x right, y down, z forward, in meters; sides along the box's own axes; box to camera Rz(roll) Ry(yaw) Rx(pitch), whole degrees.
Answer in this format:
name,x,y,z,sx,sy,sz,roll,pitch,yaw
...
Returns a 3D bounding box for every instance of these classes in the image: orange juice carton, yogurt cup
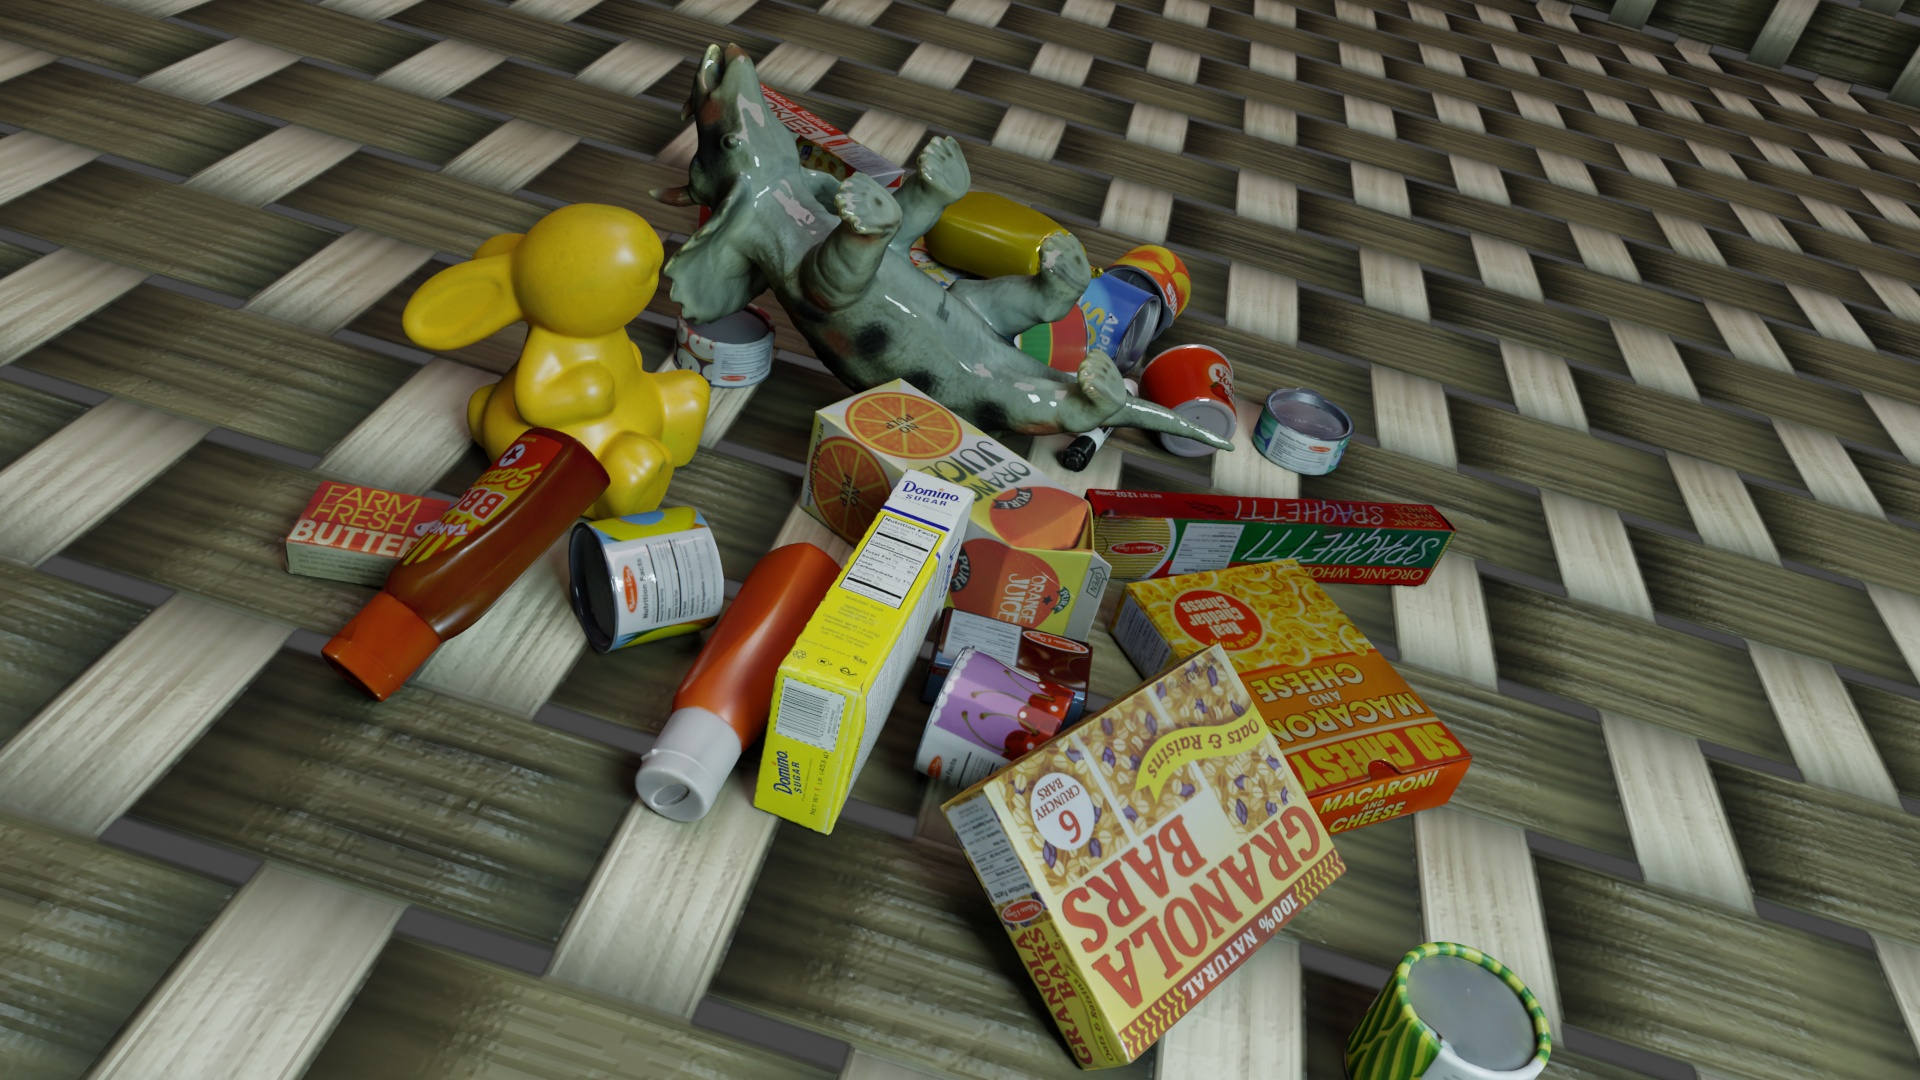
name,x,y,z,sx,sy,sz,roll,pitch,yaw
orange juice carton,0.003,-0.010,0.794,0.193,0.071,0.073,35,41,26
yogurt cup,0.161,-0.095,0.972,0.072,0.072,0.054,7,45,-12

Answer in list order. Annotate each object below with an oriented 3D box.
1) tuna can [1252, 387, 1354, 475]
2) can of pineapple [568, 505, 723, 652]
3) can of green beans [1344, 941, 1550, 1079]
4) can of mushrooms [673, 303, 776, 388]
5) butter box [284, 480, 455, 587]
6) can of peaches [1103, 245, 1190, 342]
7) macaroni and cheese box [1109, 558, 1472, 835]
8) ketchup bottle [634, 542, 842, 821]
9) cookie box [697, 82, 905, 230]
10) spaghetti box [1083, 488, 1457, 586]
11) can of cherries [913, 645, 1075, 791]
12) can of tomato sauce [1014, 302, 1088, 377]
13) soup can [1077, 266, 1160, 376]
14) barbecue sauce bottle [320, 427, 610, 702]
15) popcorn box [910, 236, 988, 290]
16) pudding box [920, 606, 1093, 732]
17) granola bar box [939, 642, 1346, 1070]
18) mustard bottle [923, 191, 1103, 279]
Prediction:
name,x,y,z,sx,sy,sz,roll,pitch,yaw
tuna can,0.248,-0.080,1.006,0.071,0.032,0.071,10,37,-7
can of pineapple,-0.160,0.018,0.704,0.058,0.070,0.071,-11,44,-32
can of green beans,0.204,0.212,0.583,0.071,0.057,0.071,10,36,-7
can of mushrooms,-0.159,-0.135,0.932,0.071,0.033,0.071,10,37,-7
butter box,-0.286,0.001,0.715,0.103,0.024,0.053,10,37,-7
can of peaches,0.143,-0.191,1.088,0.071,0.070,0.058,26,37,15
macaroni and cheese box,0.176,0.082,0.761,0.124,0.040,0.167,-7,42,-27
ketchup bottle,-0.106,0.066,0.666,0.043,0.064,0.150,43,42,-16
cookie box,-0.122,-0.247,1.019,0.168,0.122,0.040,37,40,27
spaghetti box,0.190,0.000,0.866,0.250,0.049,0.029,2,39,-18
can of cherries,0.018,0.090,0.670,0.058,0.071,0.072,22,37,9
can of tomato sauce,0.039,-0.142,0.982,0.083,0.070,0.071,-3,40,-23
soup can,0.096,-0.168,1.042,0.084,0.071,0.072,29,38,19
barbecue sauce bottle,-0.236,0.010,0.664,0.065,0.043,0.149,7,51,45
popcorn box,-0.025,-0.209,1.074,0.085,0.038,0.127,29,39,18
pudding box,0.025,0.069,0.732,0.084,0.030,0.050,14,35,-1
granola bar box,0.085,0.134,0.617,0.166,0.039,0.124,-23,81,-40
mustard bottle,0.042,-0.211,1.005,0.065,0.048,0.160,-29,43,-31
